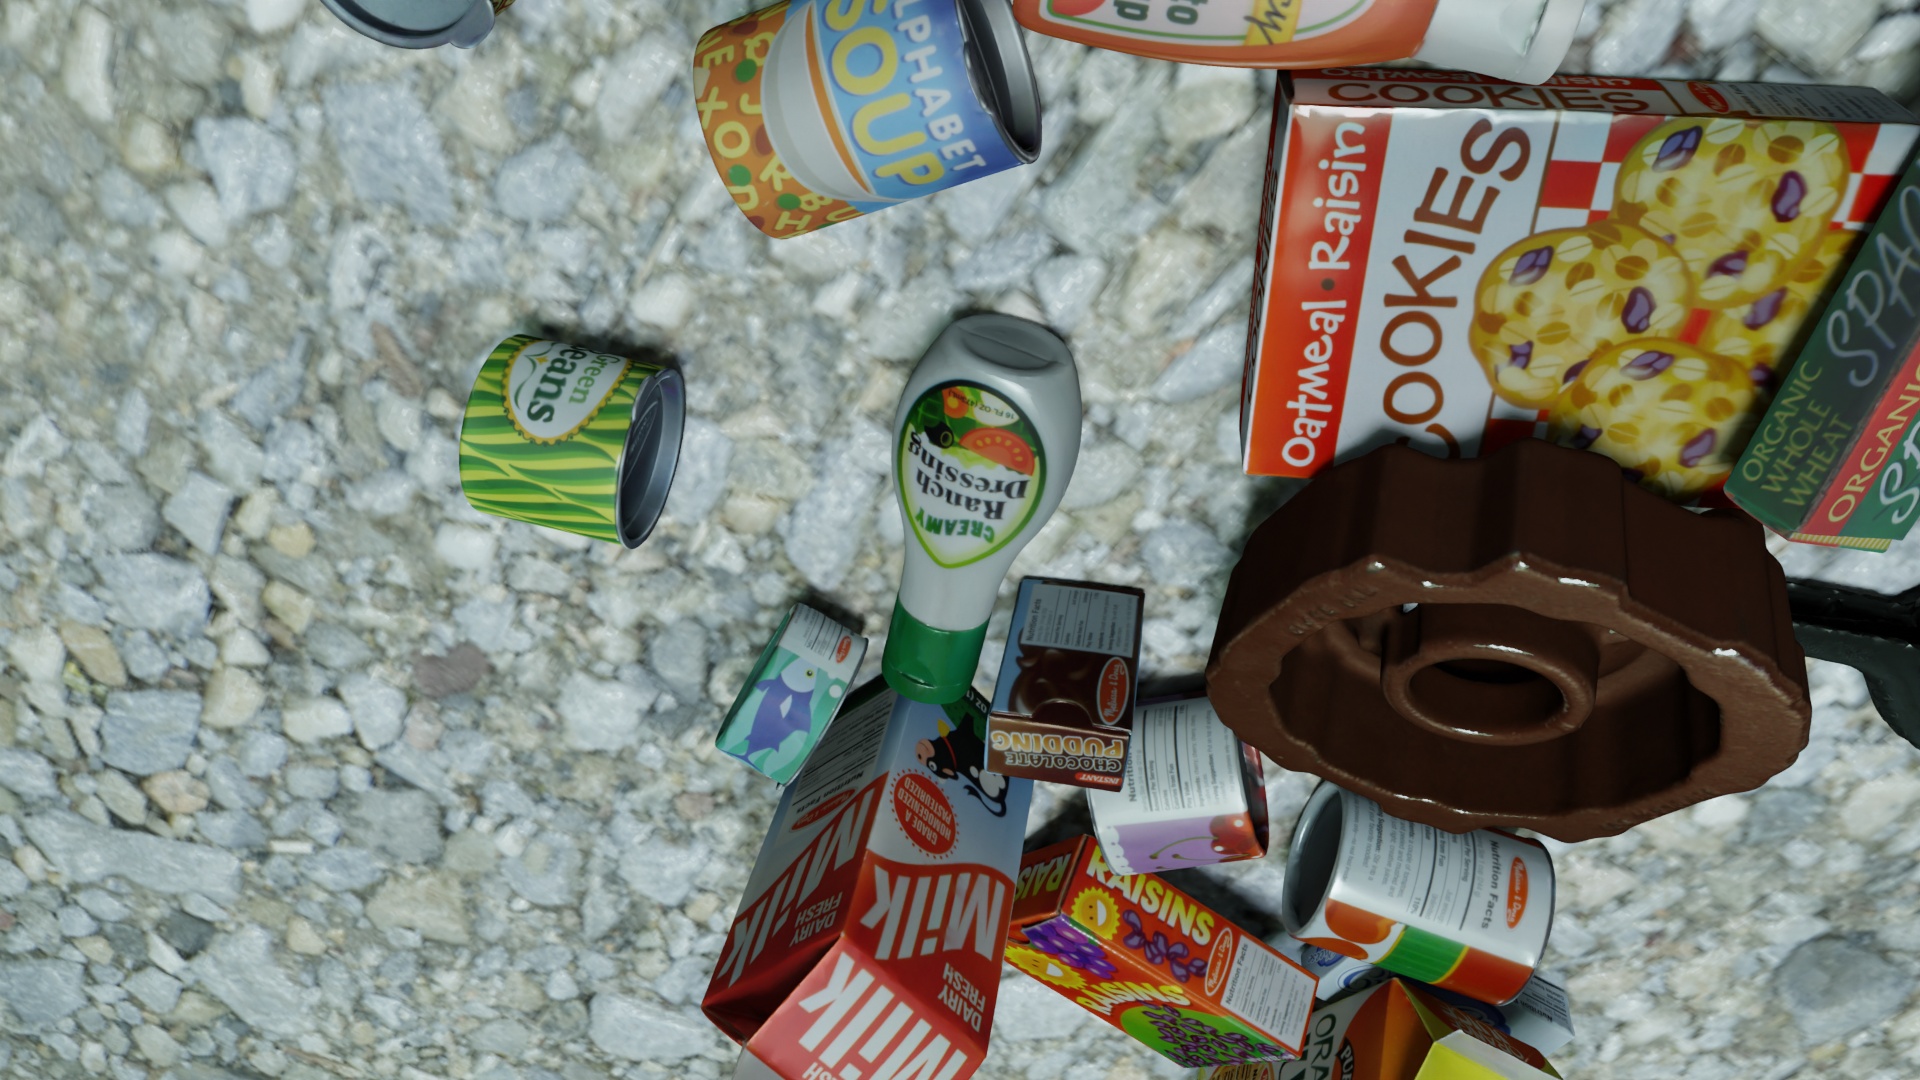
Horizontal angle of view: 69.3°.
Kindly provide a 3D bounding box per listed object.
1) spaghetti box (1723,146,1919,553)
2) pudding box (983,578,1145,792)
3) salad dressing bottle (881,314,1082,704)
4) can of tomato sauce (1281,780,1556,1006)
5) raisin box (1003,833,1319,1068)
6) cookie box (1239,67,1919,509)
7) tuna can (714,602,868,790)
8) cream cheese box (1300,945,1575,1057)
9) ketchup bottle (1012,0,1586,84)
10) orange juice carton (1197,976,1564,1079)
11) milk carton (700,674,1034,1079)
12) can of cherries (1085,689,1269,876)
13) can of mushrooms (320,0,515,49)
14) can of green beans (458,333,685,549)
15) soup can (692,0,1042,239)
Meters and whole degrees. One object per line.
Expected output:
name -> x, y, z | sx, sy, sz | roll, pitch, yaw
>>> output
spaghetti box -> 0.280, -0.109, 0.353 | 0.050, 0.029, 0.248 | 3, 120, -26
pudding box -> 0.039, 0.050, 0.503 | 0.050, 0.084, 0.030 | 7, 124, 7
salad dressing bottle -> 0.002, -0.006, 0.497 | 0.064, 0.044, 0.146 | 21, 125, 10
can of tomato sauce -> 0.176, 0.137, 0.544 | 0.083, 0.071, 0.070 | 18, 124, 0
raisin box -> 0.075, 0.177, 0.588 | 0.123, 0.040, 0.085 | 34, 149, -11
cookie box -> 0.175, -0.075, 0.422 | 0.167, 0.040, 0.122 | 5, 124, 7
tuna can -> -0.067, 0.061, 0.541 | 0.033, 0.071, 0.070 | 30, 123, -7
cream cheese box -> 0.206, 0.195, 0.601 | 0.104, 0.024, 0.053 | 30, 122, -9
ketchup bottle -> 0.092, -0.159, 0.381 | 0.149, 0.044, 0.064 | 13, 124, 2
orange juice carton -> 0.173, 0.243, 0.581 | 0.072, 0.073, 0.191 | 29, 139, -8
milk carton -> -0.031, 0.135, 0.507 | 0.073, 0.191, 0.072 | -34, 111, 28
can of cherries -> 0.084, 0.093, 0.535 | 0.058, 0.072, 0.071 | -12, 120, 17
can of mushrooms -> -0.164, -0.184, 0.421 | 0.071, 0.034, 0.070 | 5, 123, 8
can of green beans -> -0.136, -0.036, 0.493 | 0.058, 0.071, 0.071 | 14, 124, 3
soup can -> -0.027, -0.130, 0.406 | 0.083, 0.072, 0.071 | -13, 119, 19
